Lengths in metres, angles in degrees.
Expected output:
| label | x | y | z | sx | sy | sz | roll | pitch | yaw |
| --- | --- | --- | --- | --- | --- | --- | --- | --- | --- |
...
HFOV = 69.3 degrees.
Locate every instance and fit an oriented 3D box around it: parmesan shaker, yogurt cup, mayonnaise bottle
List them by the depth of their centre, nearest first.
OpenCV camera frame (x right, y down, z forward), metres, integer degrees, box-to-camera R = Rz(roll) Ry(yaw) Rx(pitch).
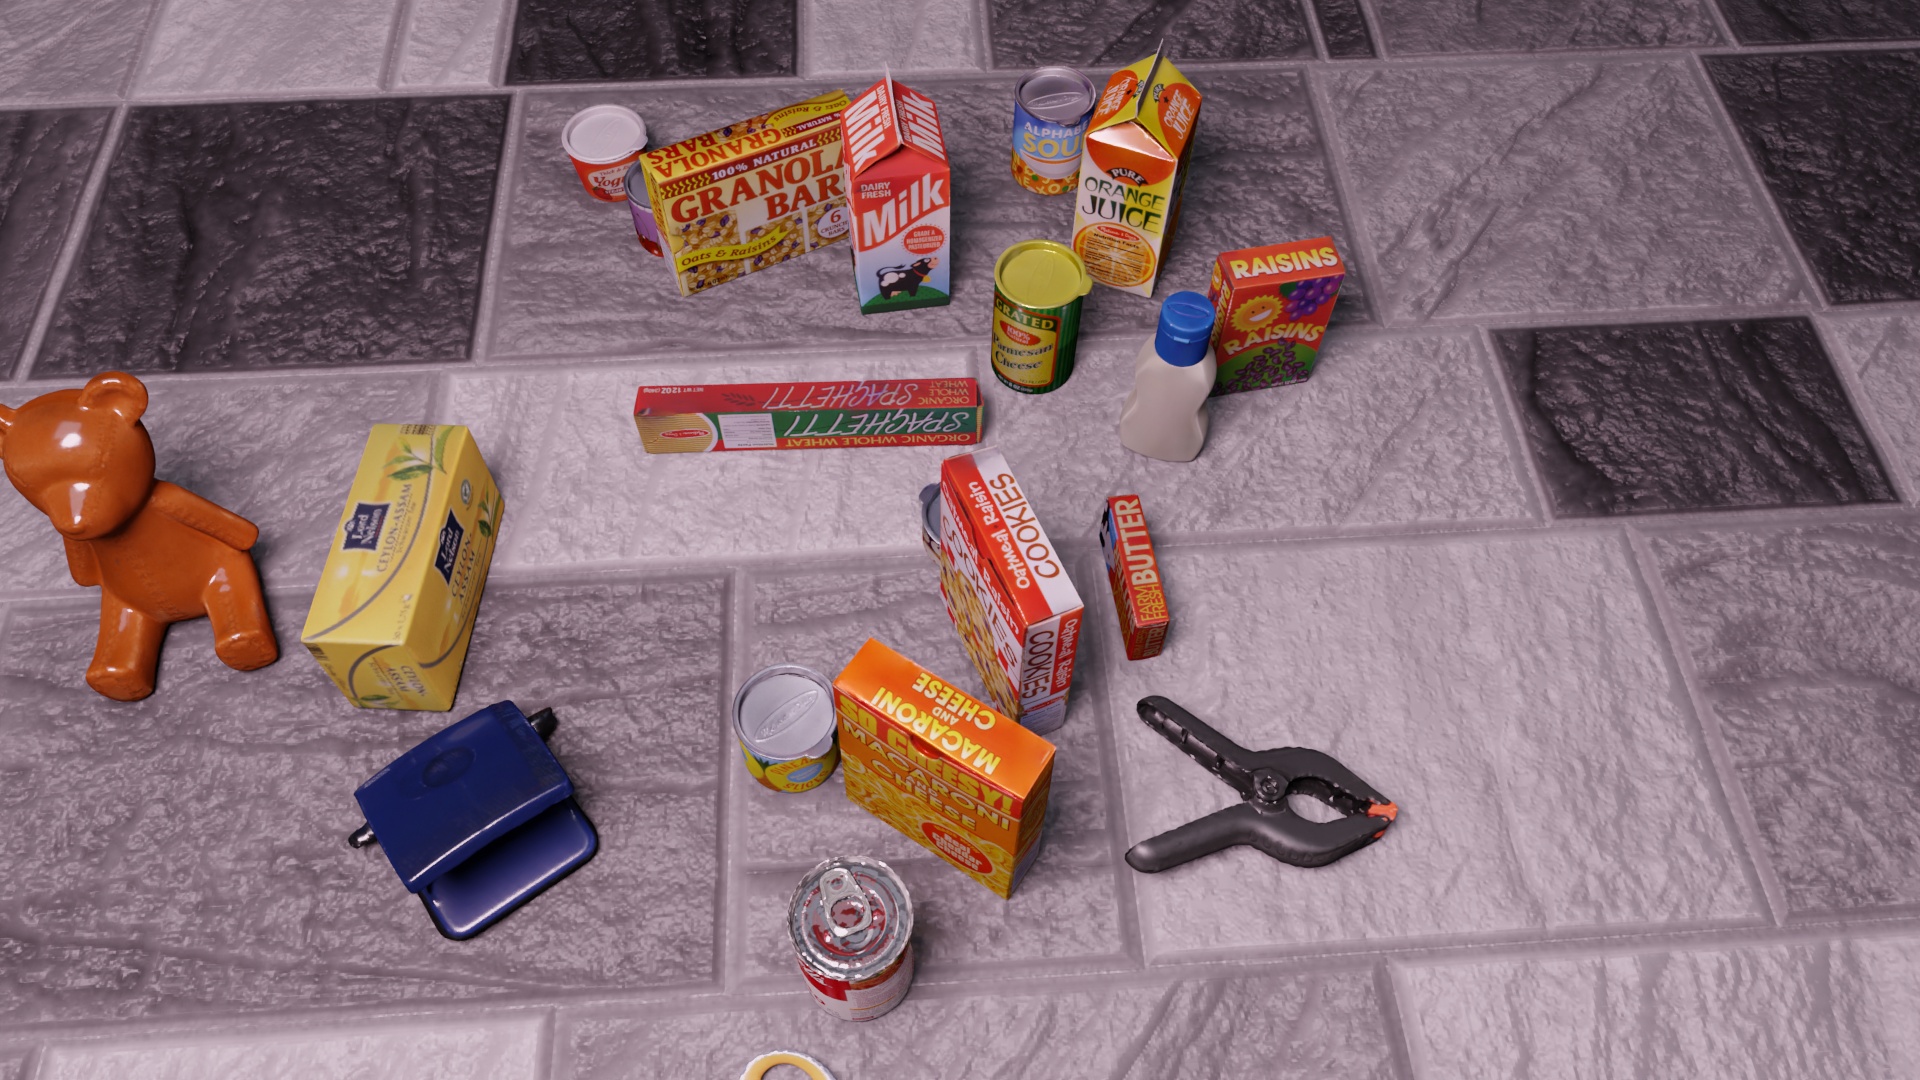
| label | x | y | z | sx | sy | sz | roll | pitch | yaw |
| --- | --- | --- | --- | --- | --- | --- | --- | --- | --- |
| mayonnaise bottle | 0.150 | -0.113 | 0.977 | 0.065 | 0.147 | 0.041 | 14 | 59 | 8 |
| parmesan shaker | 0.059 | -0.163 | 1.033 | 0.071 | 0.102 | 0.071 | 0 | 58 | -1 |
| yogurt cup | -0.291 | -0.320 | 1.154 | 0.072 | 0.053 | 0.073 | 0 | 58 | -1 |

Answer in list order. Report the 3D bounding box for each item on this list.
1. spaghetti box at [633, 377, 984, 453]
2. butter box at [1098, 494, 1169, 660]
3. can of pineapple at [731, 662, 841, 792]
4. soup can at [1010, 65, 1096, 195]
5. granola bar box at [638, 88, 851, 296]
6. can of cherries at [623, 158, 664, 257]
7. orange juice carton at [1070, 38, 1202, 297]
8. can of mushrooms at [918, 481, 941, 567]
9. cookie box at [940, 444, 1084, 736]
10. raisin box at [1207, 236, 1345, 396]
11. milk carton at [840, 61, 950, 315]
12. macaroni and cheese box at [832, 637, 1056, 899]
| label | x | y | z | sx | sy | sz | roll | pitch | yaw |
| --- | --- | --- | --- | --- | --- | --- | --- | --- | --- |
| spaghetti box | -0.108 | -0.091 | 1.016 | 0.250 | 0.050 | 0.029 | -2 | 58 | -2 |
| butter box | 0.118 | 0.025 | 0.946 | 0.024 | 0.053 | 0.104 | -7 | 58 | -5 |
| can of pineapple | -0.107 | 0.121 | 0.879 | 0.071 | 0.057 | 0.071 | 0 | 58 | -1 |
| soup can | 0.077 | -0.338 | 1.154 | 0.071 | 0.083 | 0.071 | 0 | 58 | -1 |
| granola bar box | -0.156 | -0.269 | 1.084 | 0.166 | 0.123 | 0.039 | -24 | 62 | -15 |
| can of cherries | -0.232 | -0.269 | 1.120 | 0.071 | 0.058 | 0.072 | 0 | 58 | -1 |
| orange juice carton | 0.133 | -0.281 | 1.056 | 0.073 | 0.191 | 0.072 | 18 | 60 | 10 |
| can of mushrooms | 0.003 | -0.012 | 0.978 | 0.071 | 0.033 | 0.071 | 0 | 58 | -1 |
| cookie box | 0.027 | 0.038 | 0.869 | 0.040 | 0.166 | 0.123 | -20 | 61 | -13 |
| raisin box | 0.225 | -0.164 | 1.025 | 0.086 | 0.122 | 0.040 | -9 | 59 | -6 |
| milk carton | -0.048 | -0.260 | 1.040 | 0.073 | 0.189 | 0.072 | -8 | 59 | -6 |
| macaroni and cheese box | -0.011 | 0.137 | 0.807 | 0.124 | 0.165 | 0.040 | 29 | 62 | 16 |
